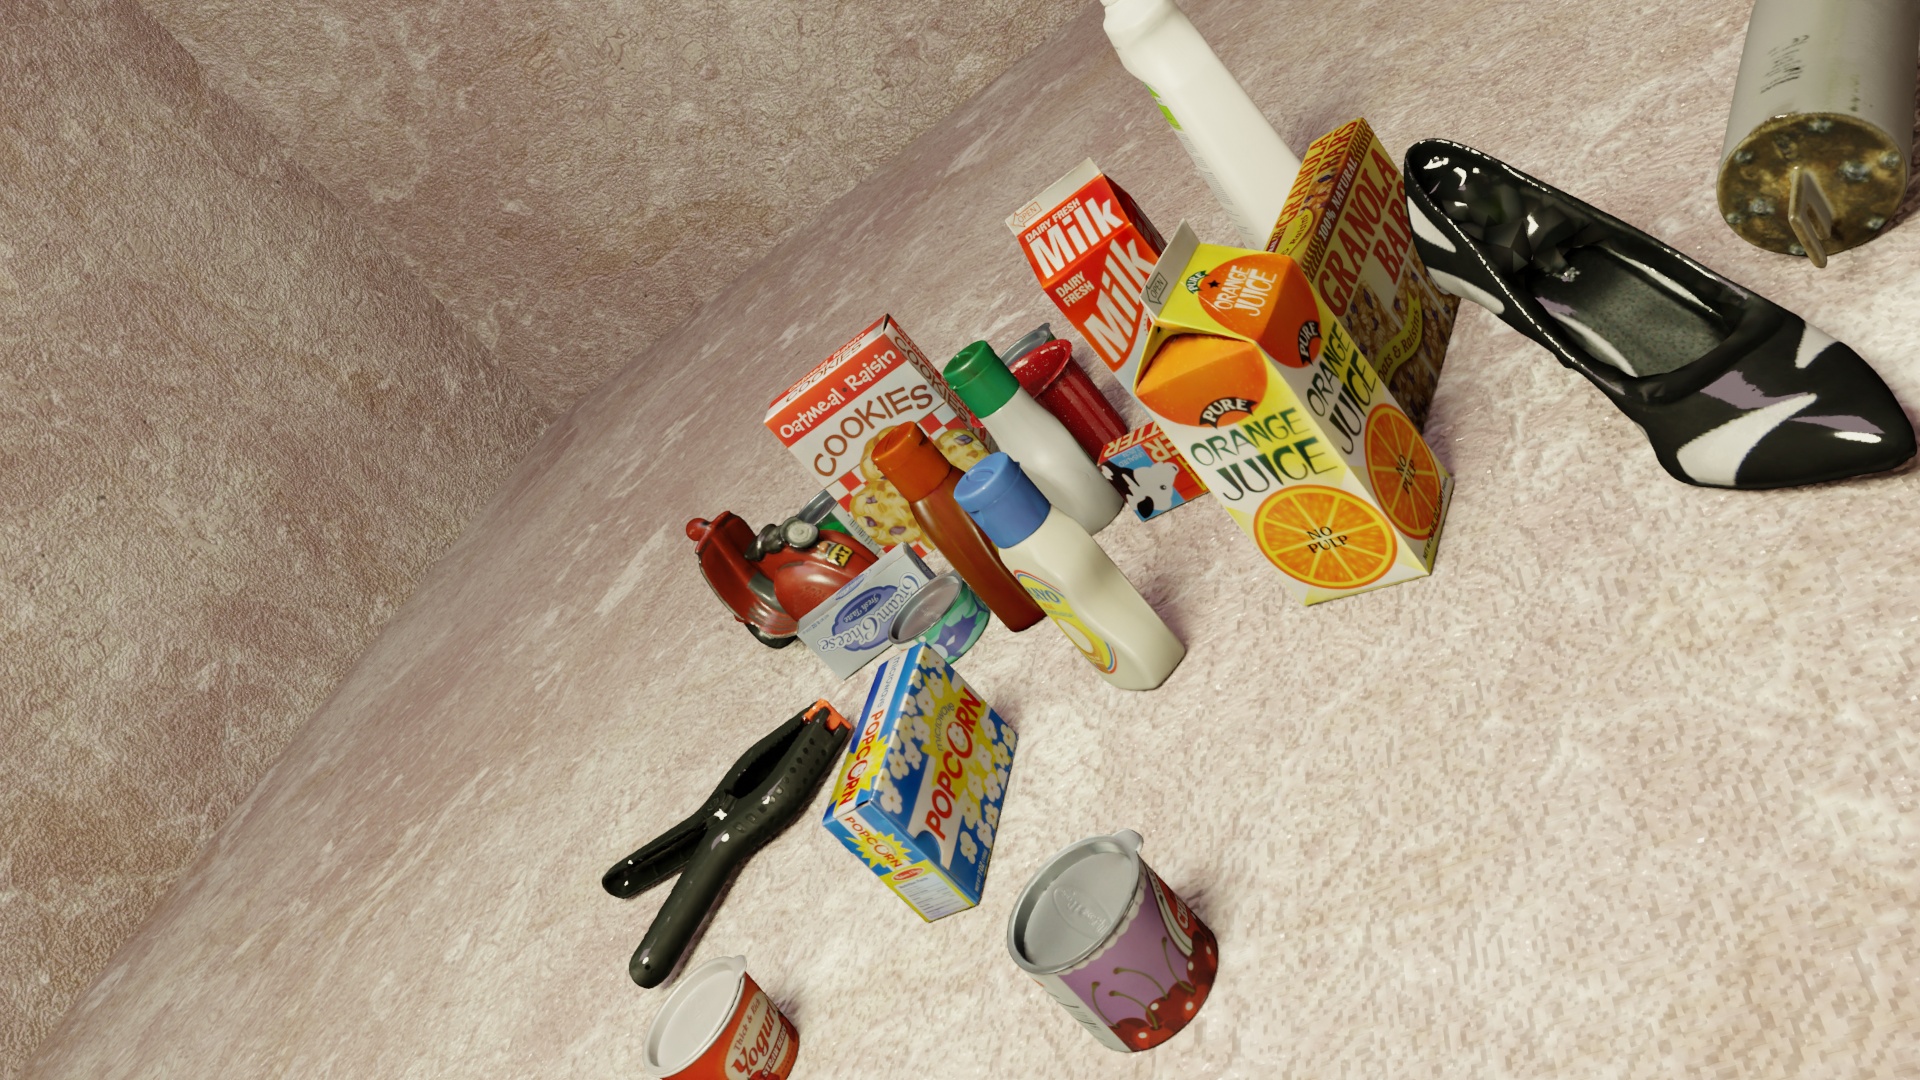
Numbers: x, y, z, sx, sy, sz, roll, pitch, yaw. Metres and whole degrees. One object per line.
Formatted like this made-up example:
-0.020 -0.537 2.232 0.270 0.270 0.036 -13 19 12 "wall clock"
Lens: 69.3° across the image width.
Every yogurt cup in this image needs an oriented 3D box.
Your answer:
-0.120 0.257 0.711 0.072 0.054 0.073 -36 22 17 "yogurt cup"

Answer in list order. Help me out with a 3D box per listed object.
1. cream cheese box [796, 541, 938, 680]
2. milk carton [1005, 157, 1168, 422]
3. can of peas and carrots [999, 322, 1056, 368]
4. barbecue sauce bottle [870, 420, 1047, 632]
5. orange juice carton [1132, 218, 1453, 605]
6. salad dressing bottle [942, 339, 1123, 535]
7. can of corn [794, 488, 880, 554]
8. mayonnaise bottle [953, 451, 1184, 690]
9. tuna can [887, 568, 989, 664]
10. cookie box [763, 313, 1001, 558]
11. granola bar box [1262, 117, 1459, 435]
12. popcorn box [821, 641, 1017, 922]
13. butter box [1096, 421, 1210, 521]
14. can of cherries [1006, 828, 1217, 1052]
-0.063 0.052 1.014 0.103 0.053 0.024 -37 21 13 "cream cheese box"
0.115 -0.160 0.922 0.072 0.190 0.074 -34 22 21 "milk carton"
0.066 -0.134 1.143 0.071 0.058 0.071 -36 22 17 "can of peas and carrots"
0.003 -0.011 0.887 0.043 0.148 0.065 -31 23 26 "barbecue sauce bottle"
0.152 -0.064 0.667 0.073 0.192 0.072 -21 29 44 "orange juice carton"
0.048 -0.067 0.919 0.044 0.147 0.064 -45 21 -8 "salad dressing bottle"
-0.106 -0.008 1.199 0.071 0.058 0.071 -36 22 17 "can of corn"
0.056 0.017 0.739 0.041 0.148 0.064 -48 21 -16 "mayonnaise bottle"
-0.013 0.054 0.949 0.071 0.032 0.071 -35 22 17 "tuna can"
-0.051 -0.074 1.078 0.122 0.167 0.040 -34 22 20 "cookie box"
0.228 -0.145 0.790 0.039 0.124 0.166 -21 29 44 "granola bar box"
-0.018 0.126 0.744 0.038 0.085 0.127 -30 24 30 "popcorn box"
0.142 -0.054 0.863 0.103 0.053 0.024 -27 26 35 "butter box"
0.064 0.162 0.566 0.071 0.058 0.072 -36 22 17 "can of cherries"
